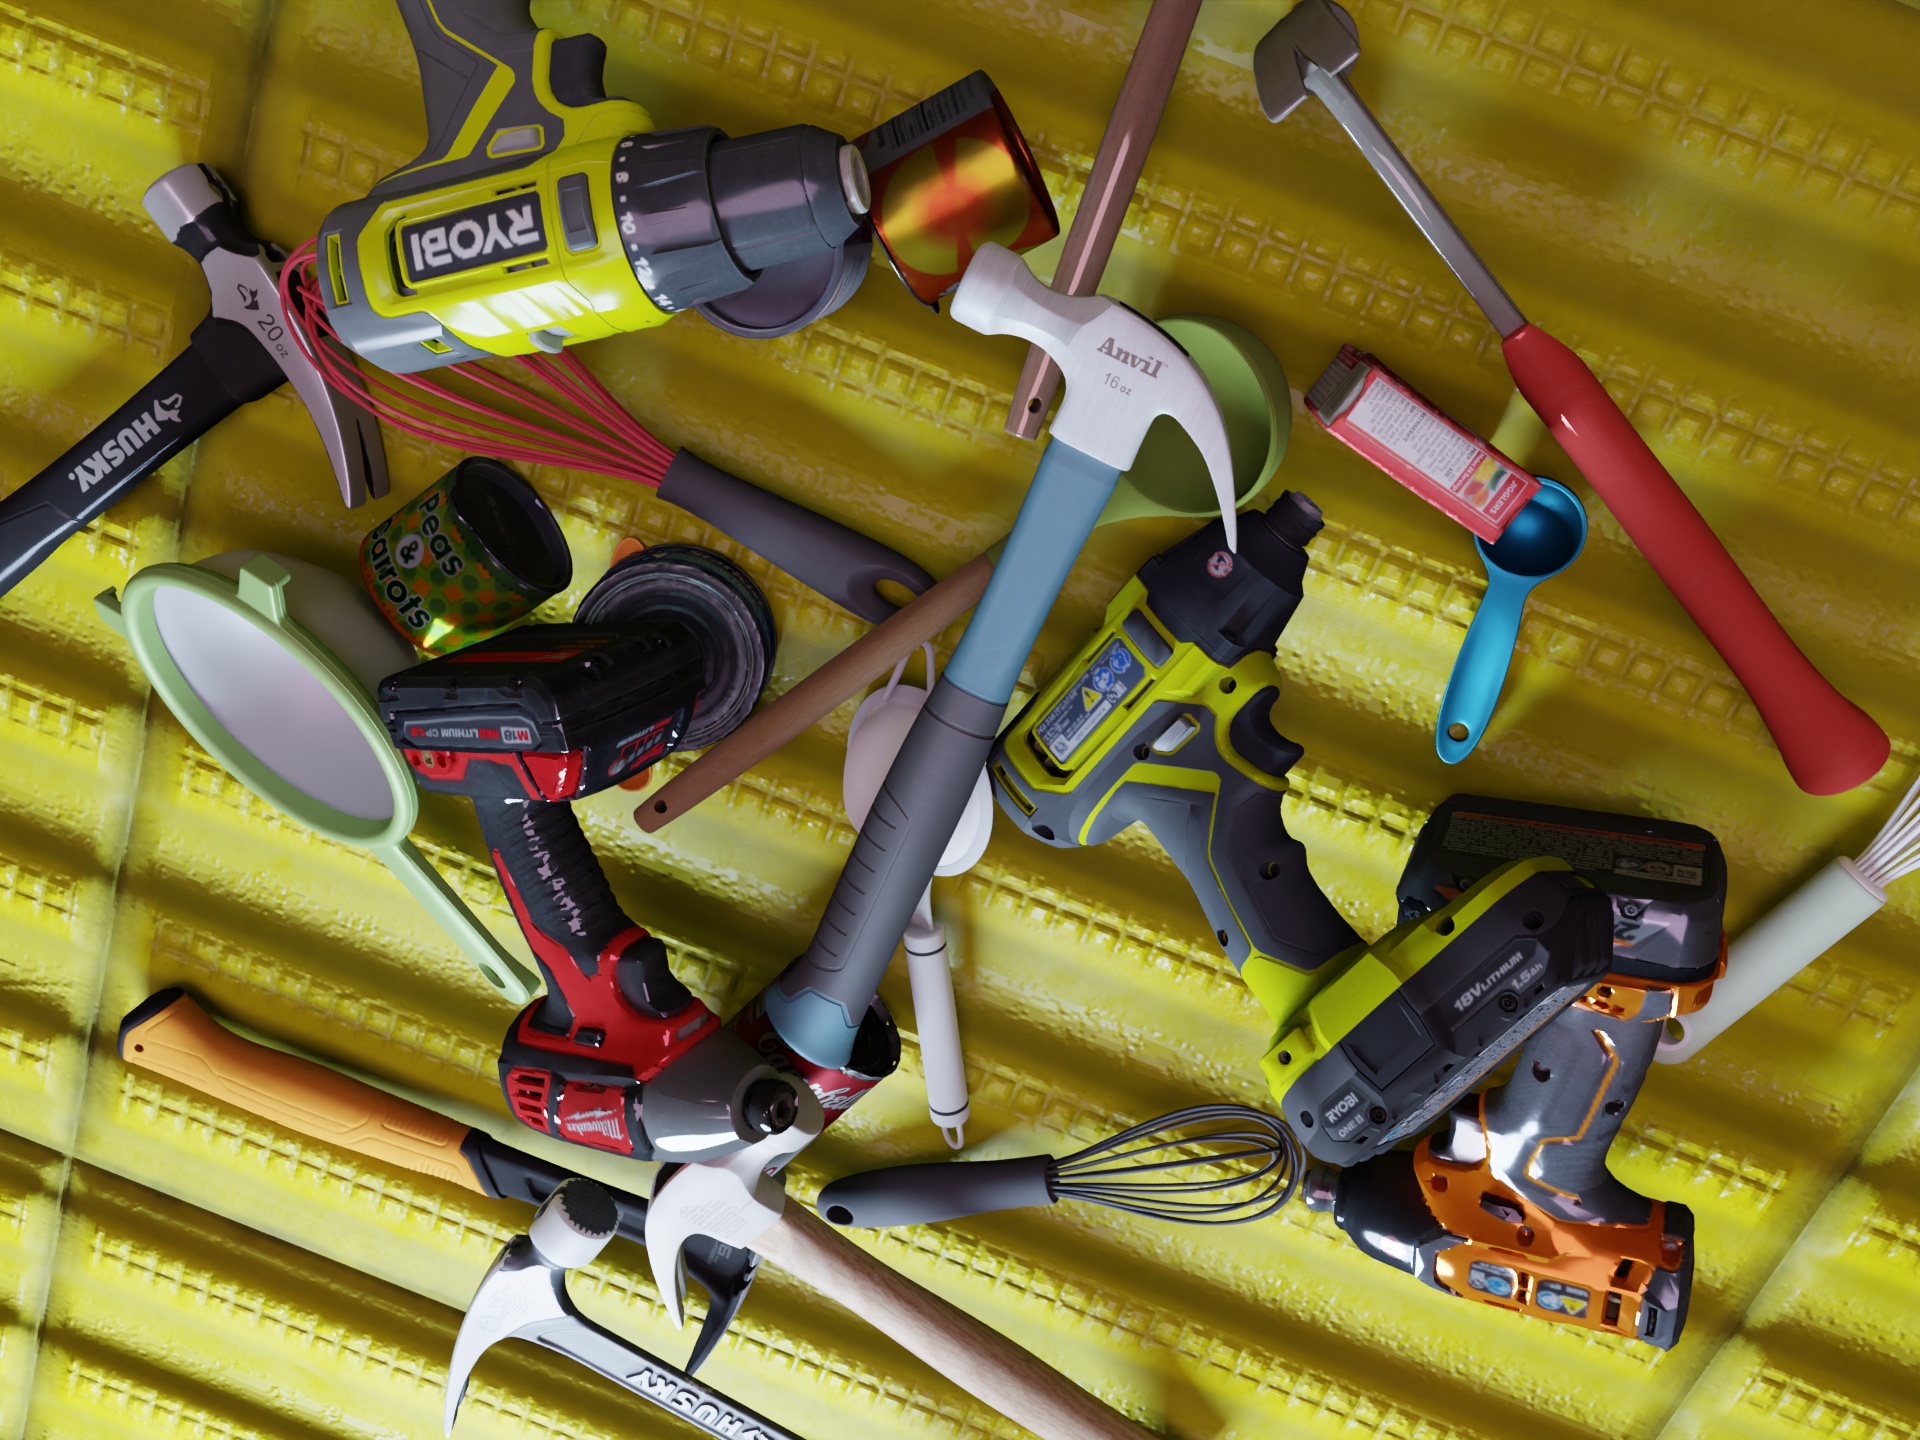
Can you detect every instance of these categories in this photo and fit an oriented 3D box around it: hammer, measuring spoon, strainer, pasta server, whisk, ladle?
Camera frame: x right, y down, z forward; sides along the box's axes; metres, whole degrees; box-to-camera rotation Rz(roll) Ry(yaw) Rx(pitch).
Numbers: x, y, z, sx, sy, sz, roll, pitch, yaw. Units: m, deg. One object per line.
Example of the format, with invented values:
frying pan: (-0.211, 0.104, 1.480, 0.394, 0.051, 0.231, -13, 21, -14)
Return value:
hammer: (-0.001, -0.002, 0.612, 0.128, 0.033, 0.331, 25, 112, 0)
hammer: (-0.261, 0.219, 0.795, 0.337, 0.034, 0.127, 22, 110, 1)
hammer: (0.225, -0.101, 0.564, 0.036, 0.149, 0.359, -36, 107, 26)
measuring spoon: (-0.145, -0.024, 0.705, 0.021, 0.011, 0.117, 3, 107, -1)
strainer: (-0.017, 0.090, 0.703, 0.087, 0.050, 0.258, 17, 125, 40)
pasta server: (0.077, -0.249, 0.557, 0.060, 0.040, 0.316, 17, 104, -14)
measuring spoon: (0.217, -0.041, 0.643, 0.042, 0.021, 0.128, 19, 121, 16)
whisk: (0.370, 0.058, 0.641, 0.246, 0.059, 0.058, -50, 60, 24)
whisk: (-0.137, -0.110, 0.649, 0.295, 0.073, 0.073, 27, 111, -9)
hammer: (-0.403, -0.087, 0.706, 0.335, 0.035, 0.146, -31, 102, 17)
hammer: (-0.008, 0.291, 0.746, 0.331, 0.031, 0.130, 40, 111, -21)
strainer: (-0.251, 0.018, 0.706, 0.151, 0.069, 0.256, -3, 129, 40)
hammer: (-0.069, 0.383, 0.799, 0.408, 0.036, 0.149, 36, 108, -13)
ladle: (-0.010, -0.046, 0.631, 0.320, 0.062, 0.078, -35, 85, 11)
whisk: (0.042, 0.216, 0.745, 0.239, 0.055, 0.055, -11, 108, 18)

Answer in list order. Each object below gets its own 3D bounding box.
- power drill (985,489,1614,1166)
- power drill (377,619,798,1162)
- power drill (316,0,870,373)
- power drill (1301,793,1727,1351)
power drill: (0.126, 0.035, 0.601, 0.171, 0.080, 0.223, -49, 61, 22)
power drill: (-0.141, 0.075, 0.637, 0.143, 0.078, 0.219, 1, 110, 35)
power drill: (-0.137, -0.246, 0.549, 0.190, 0.080, 0.228, -9, 90, 14)
power drill: (0.228, 0.150, 0.669, 0.164, 0.084, 0.226, 7, 115, 24)
